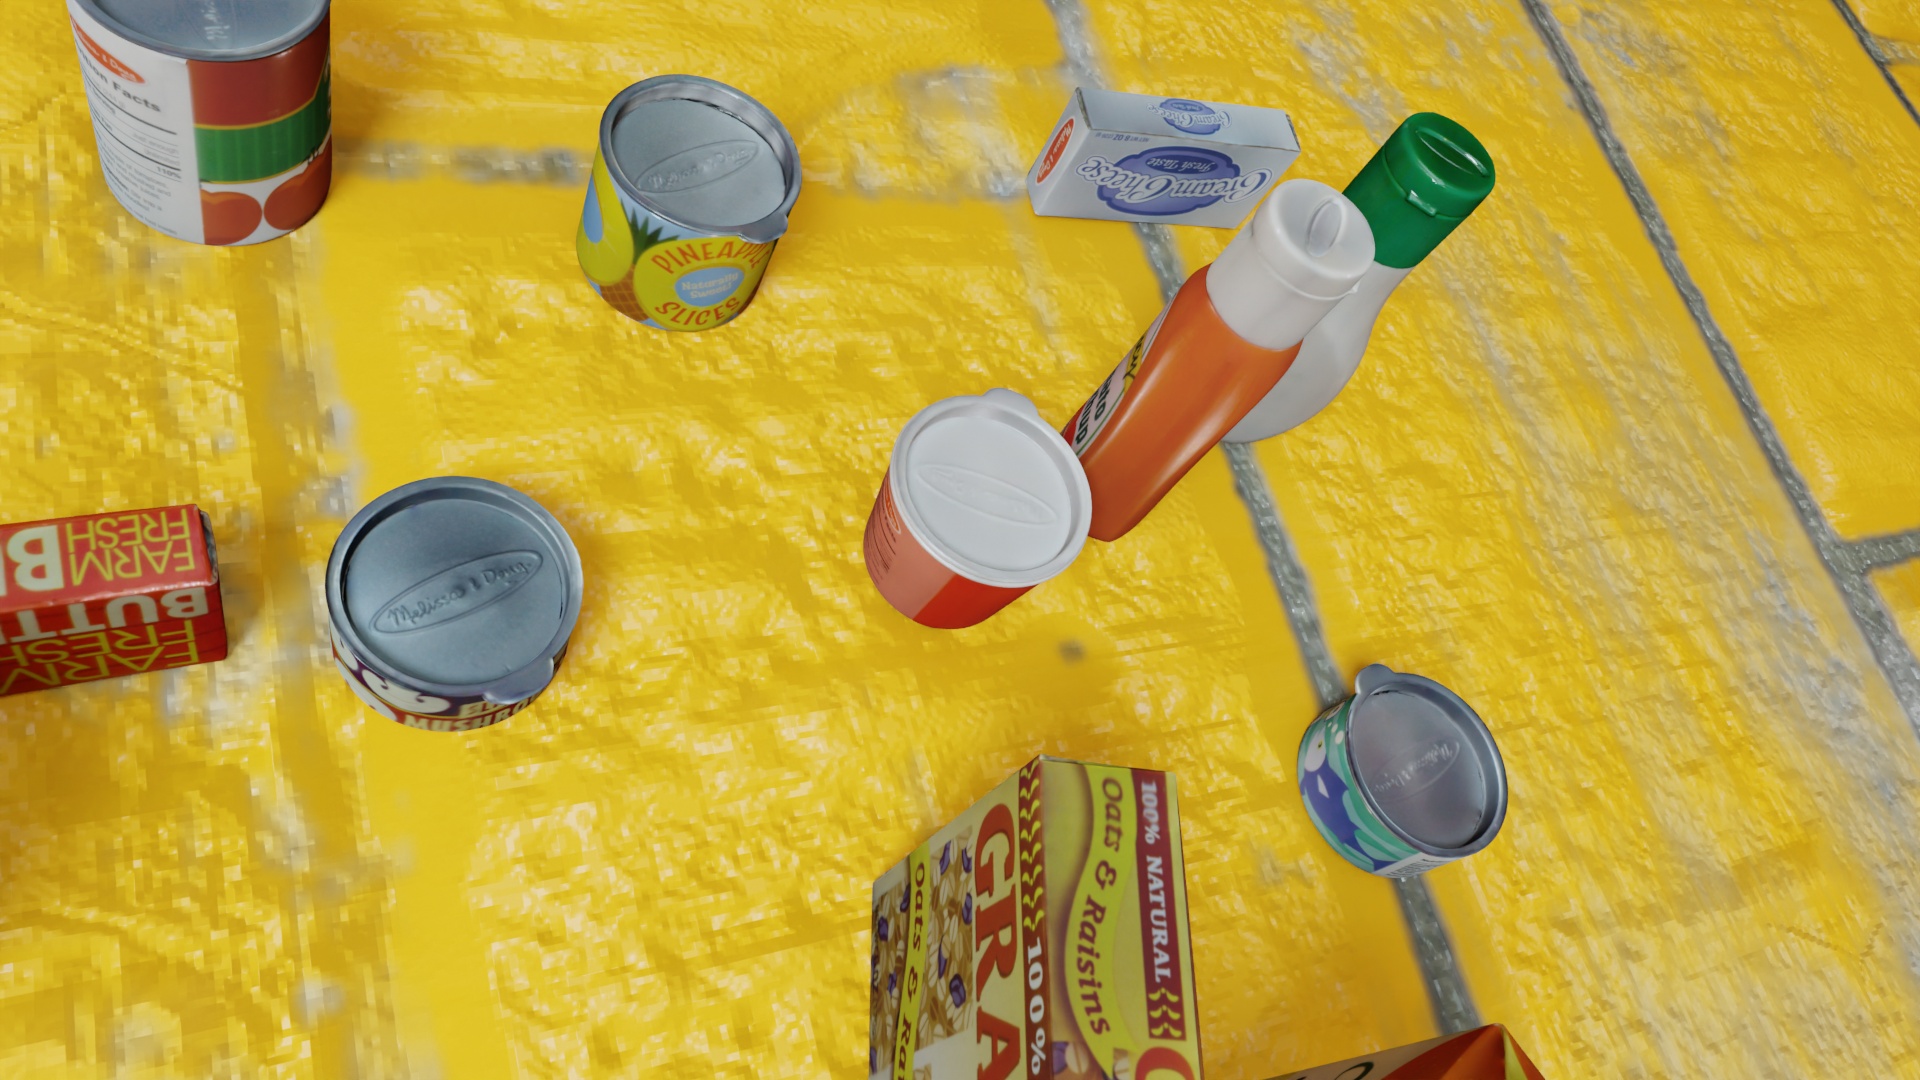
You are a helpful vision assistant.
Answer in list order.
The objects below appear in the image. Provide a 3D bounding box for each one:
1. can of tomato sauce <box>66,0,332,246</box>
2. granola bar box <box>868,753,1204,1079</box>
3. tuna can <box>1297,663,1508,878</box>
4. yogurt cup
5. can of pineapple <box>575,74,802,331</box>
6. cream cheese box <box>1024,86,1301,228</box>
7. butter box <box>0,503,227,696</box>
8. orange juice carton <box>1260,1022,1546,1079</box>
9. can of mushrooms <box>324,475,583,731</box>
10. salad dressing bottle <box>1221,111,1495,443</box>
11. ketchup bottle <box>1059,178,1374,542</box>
[{"bbox_3d":[-0.221,-0.139,0.413,0.071,0.082,0.071,11,59,-18],"label":"can of tomato sauce"},{"bbox_3d":[0.014,0.150,0.331,0.039,0.123,0.166,10,59,-19],"label":"granola bar box"},{"bbox_3d":[0.153,0.081,0.487,0.071,0.032,0.071,11,59,-18],"label":"tuna can"},{"bbox_3d":[0.002,-0.006,0.455,0.072,0.053,0.073,11,59,-18],"label":"yogurt cup"},{"bbox_3d":[-0.092,-0.111,0.470,0.071,0.057,0.071,11,59,-18],"label":"can of pineapple"},{"bbox_3d":[0.083,-0.157,0.577,0.104,0.053,0.024,-3,64,-25],"label":"cream cheese box"},{"bbox_3d":[-0.237,0.019,0.336,0.104,0.053,0.024,-9,67,-28],"label":"butter box"},{"bbox_3d":[0.091,0.167,0.313,0.073,0.191,0.072,-30,78,-33],"label":"orange juice carton"},{"bbox_3d":[-0.141,0.020,0.390,0.071,0.033,0.071,11,59,-18],"label":"can of mushrooms"},{"bbox_3d":[0.131,-0.091,0.503,0.064,0.147,0.044,32,55,-5],"label":"salad dressing bottle"},{"bbox_3d":[0.079,-0.057,0.461,0.043,0.148,0.065,32,55,-5],"label":"ketchup bottle"}]
